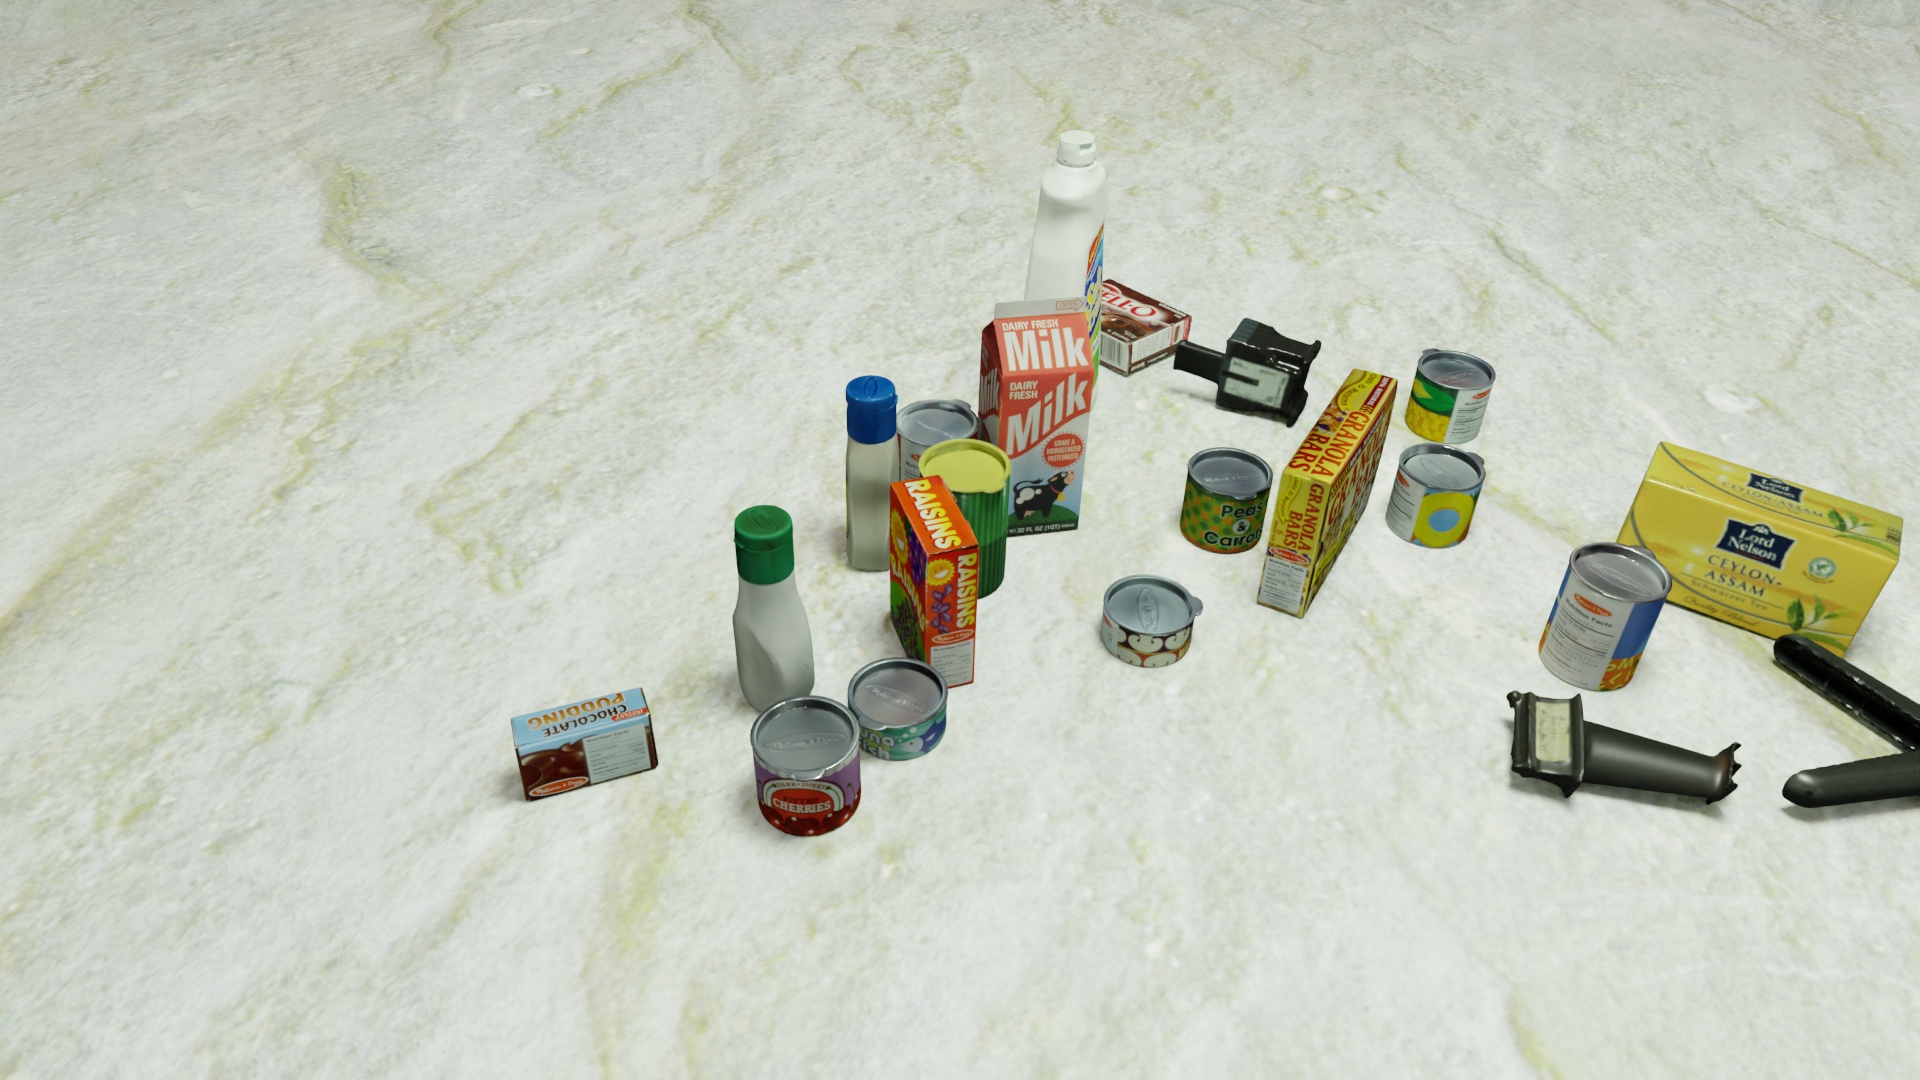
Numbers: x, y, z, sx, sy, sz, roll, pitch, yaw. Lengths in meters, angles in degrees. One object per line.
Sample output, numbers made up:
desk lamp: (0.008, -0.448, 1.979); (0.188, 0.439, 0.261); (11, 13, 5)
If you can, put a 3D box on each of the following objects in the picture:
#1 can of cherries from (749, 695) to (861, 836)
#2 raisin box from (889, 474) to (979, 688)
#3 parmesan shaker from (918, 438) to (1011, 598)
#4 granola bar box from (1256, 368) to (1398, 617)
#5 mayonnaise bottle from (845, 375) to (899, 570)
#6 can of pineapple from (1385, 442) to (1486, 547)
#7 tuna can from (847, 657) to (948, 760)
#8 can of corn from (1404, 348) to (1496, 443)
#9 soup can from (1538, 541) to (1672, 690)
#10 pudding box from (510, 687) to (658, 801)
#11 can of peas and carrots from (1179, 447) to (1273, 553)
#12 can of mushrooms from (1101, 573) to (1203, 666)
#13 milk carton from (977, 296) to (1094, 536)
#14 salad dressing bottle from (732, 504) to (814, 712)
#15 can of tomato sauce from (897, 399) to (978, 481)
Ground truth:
can of cherries: (-0.095, 0.141, 0.855); (0.071, 0.058, 0.072); (1, 38, -1)
raisin box: (-0.019, 0.029, 0.950); (0.040, 0.122, 0.086); (-10, 39, -15)
parmesan shaker: (0.004, -0.013, 1.022); (0.071, 0.102, 0.072); (1, 38, -1)
granola bar box: (0.278, -0.038, 1.048); (0.039, 0.123, 0.166); (20, 41, 22)
mayonnaise bottle: (-0.066, -0.051, 1.033); (0.041, 0.147, 0.065); (2, 37, 0)
can of pineapple: (0.378, -0.036, 1.103); (0.071, 0.057, 0.071); (1, 38, -1)
tuna can: (-0.043, 0.112, 0.915); (0.071, 0.032, 0.071); (1, 38, -1)
can of corn: (0.429, -0.128, 1.223); (0.071, 0.058, 0.071); (1, 38, -1)
soup can: (0.450, 0.052, 0.970); (0.071, 0.083, 0.072); (1, 38, -1)
pudding box: (-0.236, 0.128, 0.874); (0.084, 0.049, 0.030); (-13, 40, -18)
can of peas and carrots: (0.209, -0.030, 1.088); (0.071, 0.058, 0.071); (1, 38, -1)
can of mushrooms: (0.136, 0.057, 0.993); (0.071, 0.033, 0.071); (1, 38, -1)
milk carton: (0.056, -0.101, 1.067); (0.072, 0.189, 0.074); (-6, 38, -10)
salad dressing bottle: (-0.124, 0.046, 0.905); (0.044, 0.146, 0.064); (-26, 45, -31)
can of tomato sauce: (-0.019, -0.061, 1.100); (0.071, 0.082, 0.071); (1, 38, -1)
